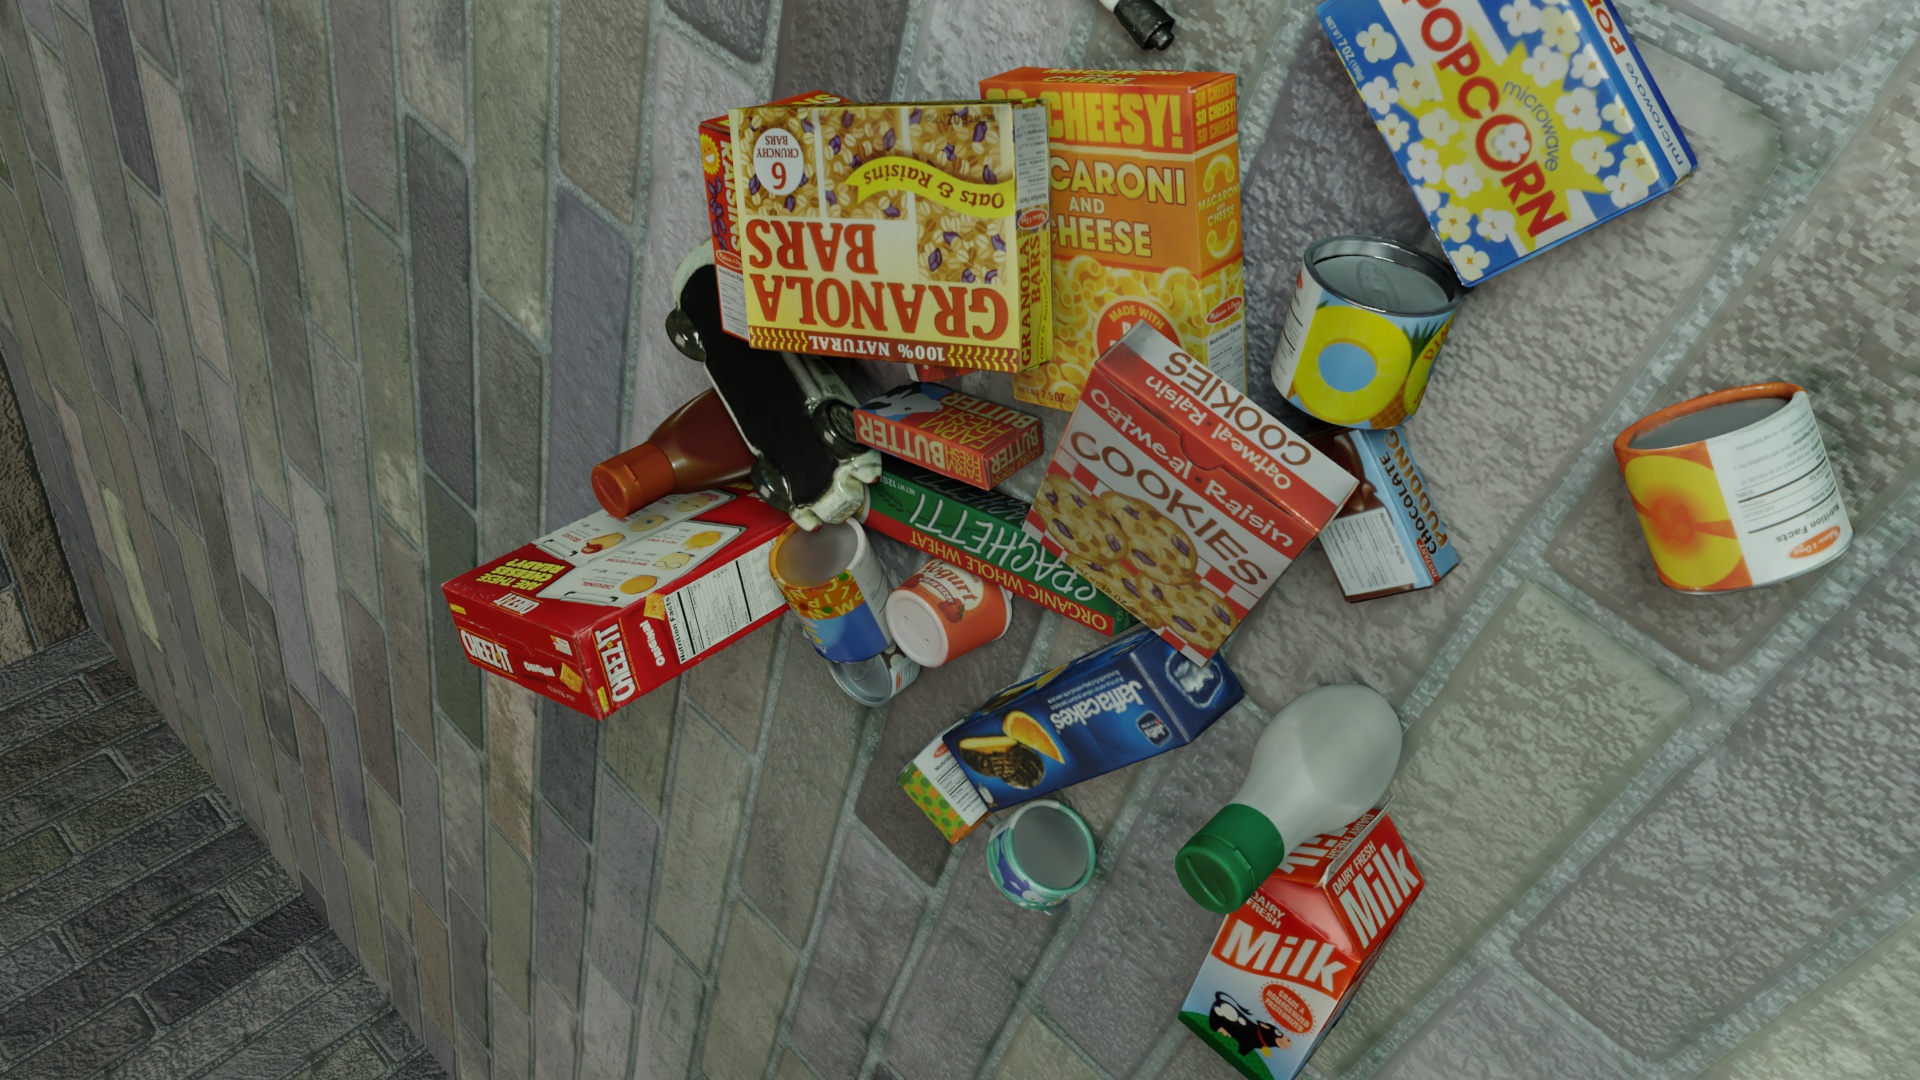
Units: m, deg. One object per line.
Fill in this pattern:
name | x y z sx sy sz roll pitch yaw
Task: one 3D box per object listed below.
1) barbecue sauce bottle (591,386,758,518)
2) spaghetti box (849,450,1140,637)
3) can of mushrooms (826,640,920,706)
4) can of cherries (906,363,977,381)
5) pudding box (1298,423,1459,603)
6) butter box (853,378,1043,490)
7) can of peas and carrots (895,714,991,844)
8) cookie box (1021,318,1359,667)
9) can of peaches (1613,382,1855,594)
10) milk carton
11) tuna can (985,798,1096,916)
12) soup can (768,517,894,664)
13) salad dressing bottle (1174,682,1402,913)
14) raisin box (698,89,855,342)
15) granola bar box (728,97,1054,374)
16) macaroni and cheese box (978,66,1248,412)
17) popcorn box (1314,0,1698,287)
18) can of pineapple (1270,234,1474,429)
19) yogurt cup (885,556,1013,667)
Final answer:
barbecue sauce bottle | -0.166 -0.060 0.891 0.065 0.149 0.043 54 140 4
spaghetti box | 0.003 -0.011 0.843 0.250 0.029 0.050 24 131 35
can of mushrooms | -0.063 0.077 0.966 0.071 0.033 0.070 26 132 33
can of cherries | -0.002 -0.123 0.746 0.071 0.072 0.058 1 115 46
pudding box | 0.189 -0.016 0.644 0.049 0.030 0.083 -18 100 51
butter box | -0.007 -0.063 0.800 0.103 0.053 0.024 22 131 36
can of peas and carrots | 0.000 0.161 0.930 0.059 0.071 0.070 47 140 13
cookie box | 0.103 -0.016 0.677 0.123 0.040 0.166 38 154 9
can of peaches | 0.283 -0.020 0.515 0.071 0.071 0.058 -12 105 49
milk carton | 0.189 0.216 0.762 0.073 0.073 0.189 36 136 26
tuna can | 0.054 0.205 0.900 0.071 0.071 0.032 50 140 10
soup can | -0.083 0.031 0.906 0.071 0.071 0.083 25 154 34
salad dressing bottle | 0.159 0.123 0.671 0.064 0.148 0.043 54 141 6
raisin box | -0.098 -0.183 0.790 0.040 0.086 0.122 28 133 38
granola bar box | -0.034 -0.152 0.684 0.165 0.039 0.123 10 113 31
macaroni and cheese box | 0.075 -0.141 0.673 0.124 0.040 0.165 17 127 39
popcorn box | 0.203 -0.170 0.522 0.085 0.038 0.126 -26 95 52
can of pineapple | 0.172 -0.088 0.587 0.071 0.071 0.057 33 135 27
yogurt cup | -0.010 0.044 0.872 0.072 0.054 0.072 26 132 34
